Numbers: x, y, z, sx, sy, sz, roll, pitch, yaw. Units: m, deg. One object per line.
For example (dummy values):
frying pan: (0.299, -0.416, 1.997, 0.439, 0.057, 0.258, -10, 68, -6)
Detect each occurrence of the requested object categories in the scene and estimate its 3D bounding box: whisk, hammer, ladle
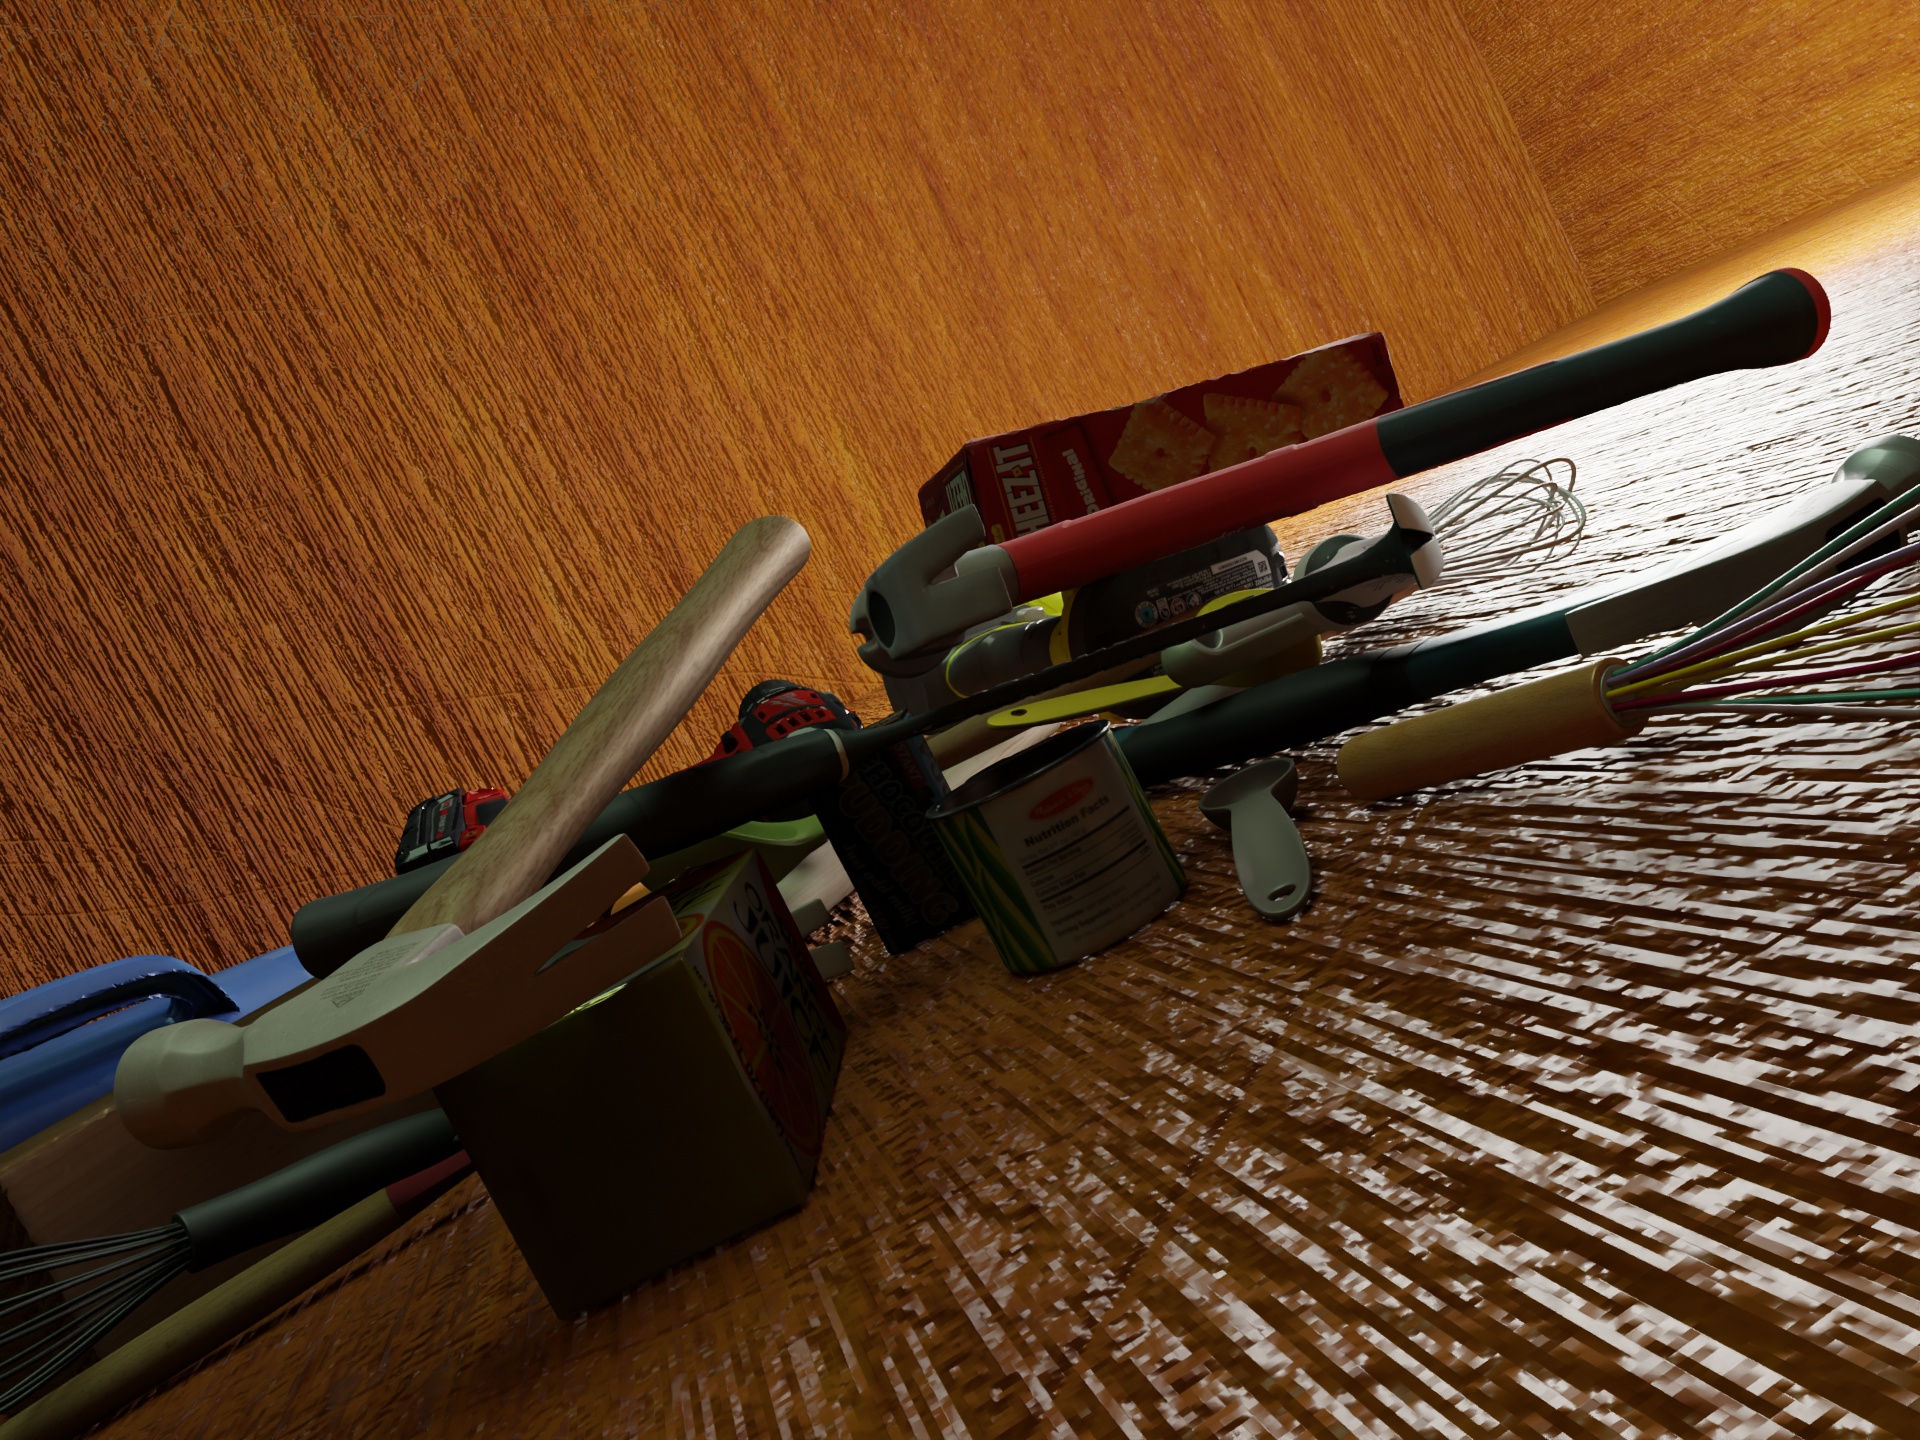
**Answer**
whisk: (-0.278, 0.191, 0.575, 0.239, 0.055, 0.055, -16, -4, -44)
hammer: (0.157, -0.015, 0.567, 0.128, 0.033, 0.331, -30, 5, -38)
hammer: (-0.109, 0.006, 0.503, 0.130, 0.031, 0.331, -15, 24, 22)
hammer: (-0.028, 0.053, 0.824, 0.146, 0.038, 0.410, -23, 6, 30)
ladle: (-0.001, -0.002, 0.715, 0.320, 0.062, 0.078, -27, 14, -18)
whisk: (0.176, -0.012, 0.387, 0.047, 0.051, 0.245, -37, 6, -31)
whisk: (0.182, -0.063, 0.681, 0.246, 0.058, 0.059, -23, -37, -28)
ladle: (-0.221, 0.185, 0.557, 0.315, 0.031, 0.069, -31, 4, -18)
hammer: (0.153, -0.097, 0.549, 0.386, 0.038, 0.143, -20, 0, -15)
hammer: (-0.028, 0.008, 0.543, 0.409, 0.036, 0.149, -20, -2, -2)

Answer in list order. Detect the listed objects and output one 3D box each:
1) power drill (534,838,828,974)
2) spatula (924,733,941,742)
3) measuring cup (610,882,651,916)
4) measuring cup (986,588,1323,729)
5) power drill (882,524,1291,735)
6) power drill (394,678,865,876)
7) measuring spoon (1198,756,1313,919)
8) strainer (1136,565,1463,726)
power drill: (-0.188, 0.094, 1.027, 0.226, 0.084, 0.185, -23, 6, -1)
spatula: (0.029, 0.003, 1.121, 0.317, 0.044, 0.082, -30, 4, 26)
measuring cup: (-0.170, 0.111, 0.866, 0.173, 0.052, 0.095, -20, 8, 41)
measuring cup: (0.084, -0.027, 0.692, 0.156, 0.029, 0.062, -14, 24, -13)
power drill: (0.084, -0.051, 0.895, 0.190, 0.080, 0.228, -21, 7, -27)
power drill: (-0.158, 0.042, 0.807, 0.226, 0.080, 0.188, -23, 16, -9)
measuring spoon: (0.093, 0.039, 0.479, 0.034, 0.018, 0.124, -26, 12, 11)
strainer: (0.141, -0.028, 0.753, 0.258, 0.050, 0.087, -33, -6, -23)
